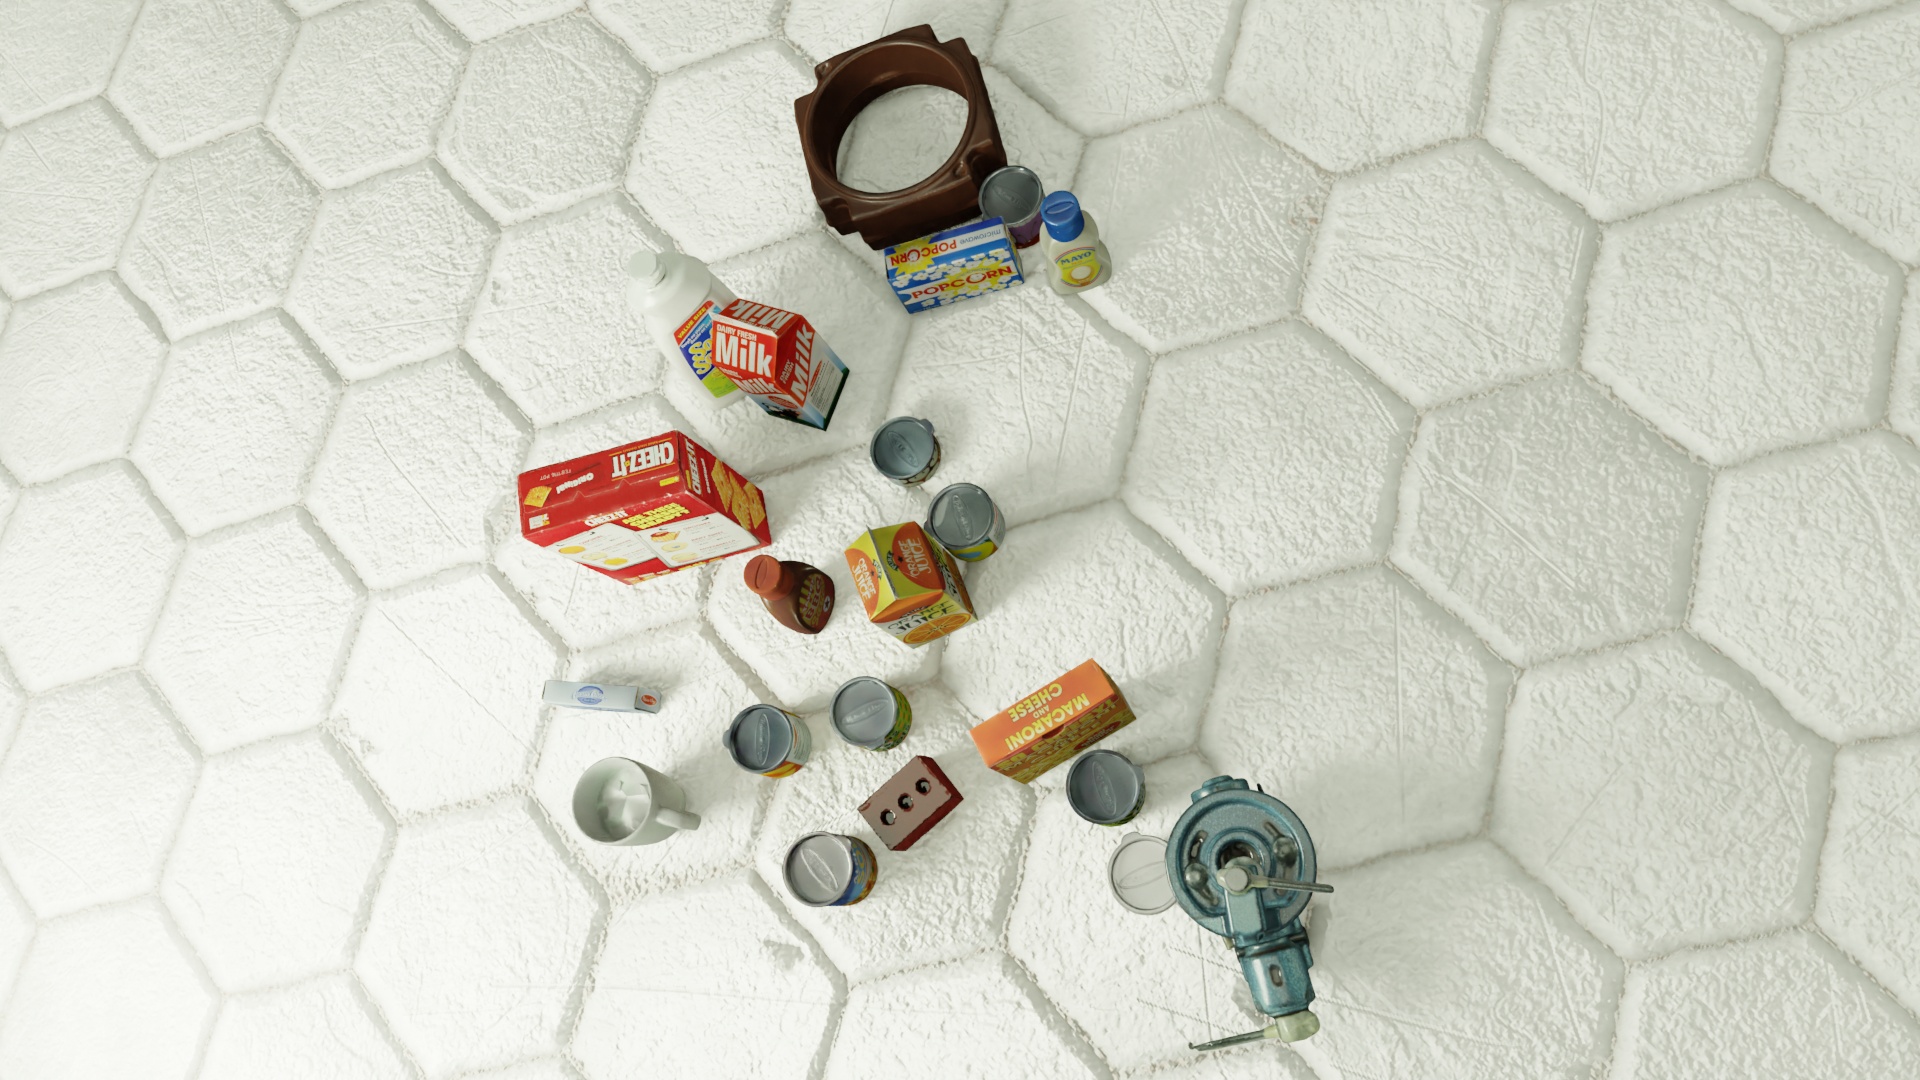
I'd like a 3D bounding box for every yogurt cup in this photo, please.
[{"bbox_3d":[0.166,0.295,1.224,0.072,0.054,0.072,-3,75,12],"label":"yogurt cup"}]

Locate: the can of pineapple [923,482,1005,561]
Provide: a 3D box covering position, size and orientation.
[{"bbox_3d":[0.005,-0.017,1.343,0.071,0.057,0.071,-3,75,12],"label":"can of pineapple"}]

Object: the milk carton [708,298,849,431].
[{"bbox_3d":[-0.180,-0.177,1.358,0.072,0.190,0.073,18,81,17],"label":"milk carton"}]

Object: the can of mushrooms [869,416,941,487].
[{"bbox_3d":[-0.052,-0.090,1.388,0.071,0.033,0.071,-3,75,12],"label":"can of mushrooms"}]

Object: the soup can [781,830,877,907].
[{"bbox_3d":[-0.116,0.300,1.273,0.071,0.083,0.071,-3,75,13],"label":"soup can"}]

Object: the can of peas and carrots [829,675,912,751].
[{"bbox_3d":[-0.083,0.167,1.314,0.071,0.058,0.071,-3,75,12],"label":"can of peas and carrots"}]

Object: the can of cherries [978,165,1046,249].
[{"bbox_3d":[0.054,-0.337,1.416,0.071,0.058,0.071,-3,75,12],"label":"can of cherries"}]

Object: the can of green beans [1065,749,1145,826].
[{"bbox_3d":[0.131,0.224,1.249,0.071,0.057,0.071,-3,75,12],"label":"can of green beans"}]

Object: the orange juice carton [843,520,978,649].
[{"bbox_3d":[-0.047,0.039,1.269,0.073,0.192,0.072,-24,72,7],"label":"orange juice carton"}]

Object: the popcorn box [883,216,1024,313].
[{"bbox_3d":[-0.005,-0.276,1.399,0.126,0.085,0.038,-14,73,10],"label":"popcorn box"}]

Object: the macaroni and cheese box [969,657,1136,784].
[{"bbox_3d":[0.085,0.162,1.219,0.124,0.166,0.040,-31,71,4],"label":"macaroni and cheese box"}]

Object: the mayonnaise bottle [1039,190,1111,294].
[{"bbox_3d":[0.107,-0.288,1.343,0.065,0.148,0.041,-16,73,9],"label":"mayonnaise bottle"}]

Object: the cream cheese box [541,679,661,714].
[{"bbox_3d":[-0.357,0.157,1.384,0.104,0.053,0.024,2,77,14],"label":"cream cheese box"}]

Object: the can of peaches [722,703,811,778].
[{"bbox_3d":[-0.184,0.193,1.332,0.071,0.058,0.071,-3,75,12],"label":"can of peaches"}]

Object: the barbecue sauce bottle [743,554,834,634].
[{"bbox_3d":[-0.163,0.047,1.317,0.044,0.148,0.065,10,79,16],"label":"barbecue sauce bottle"}]
